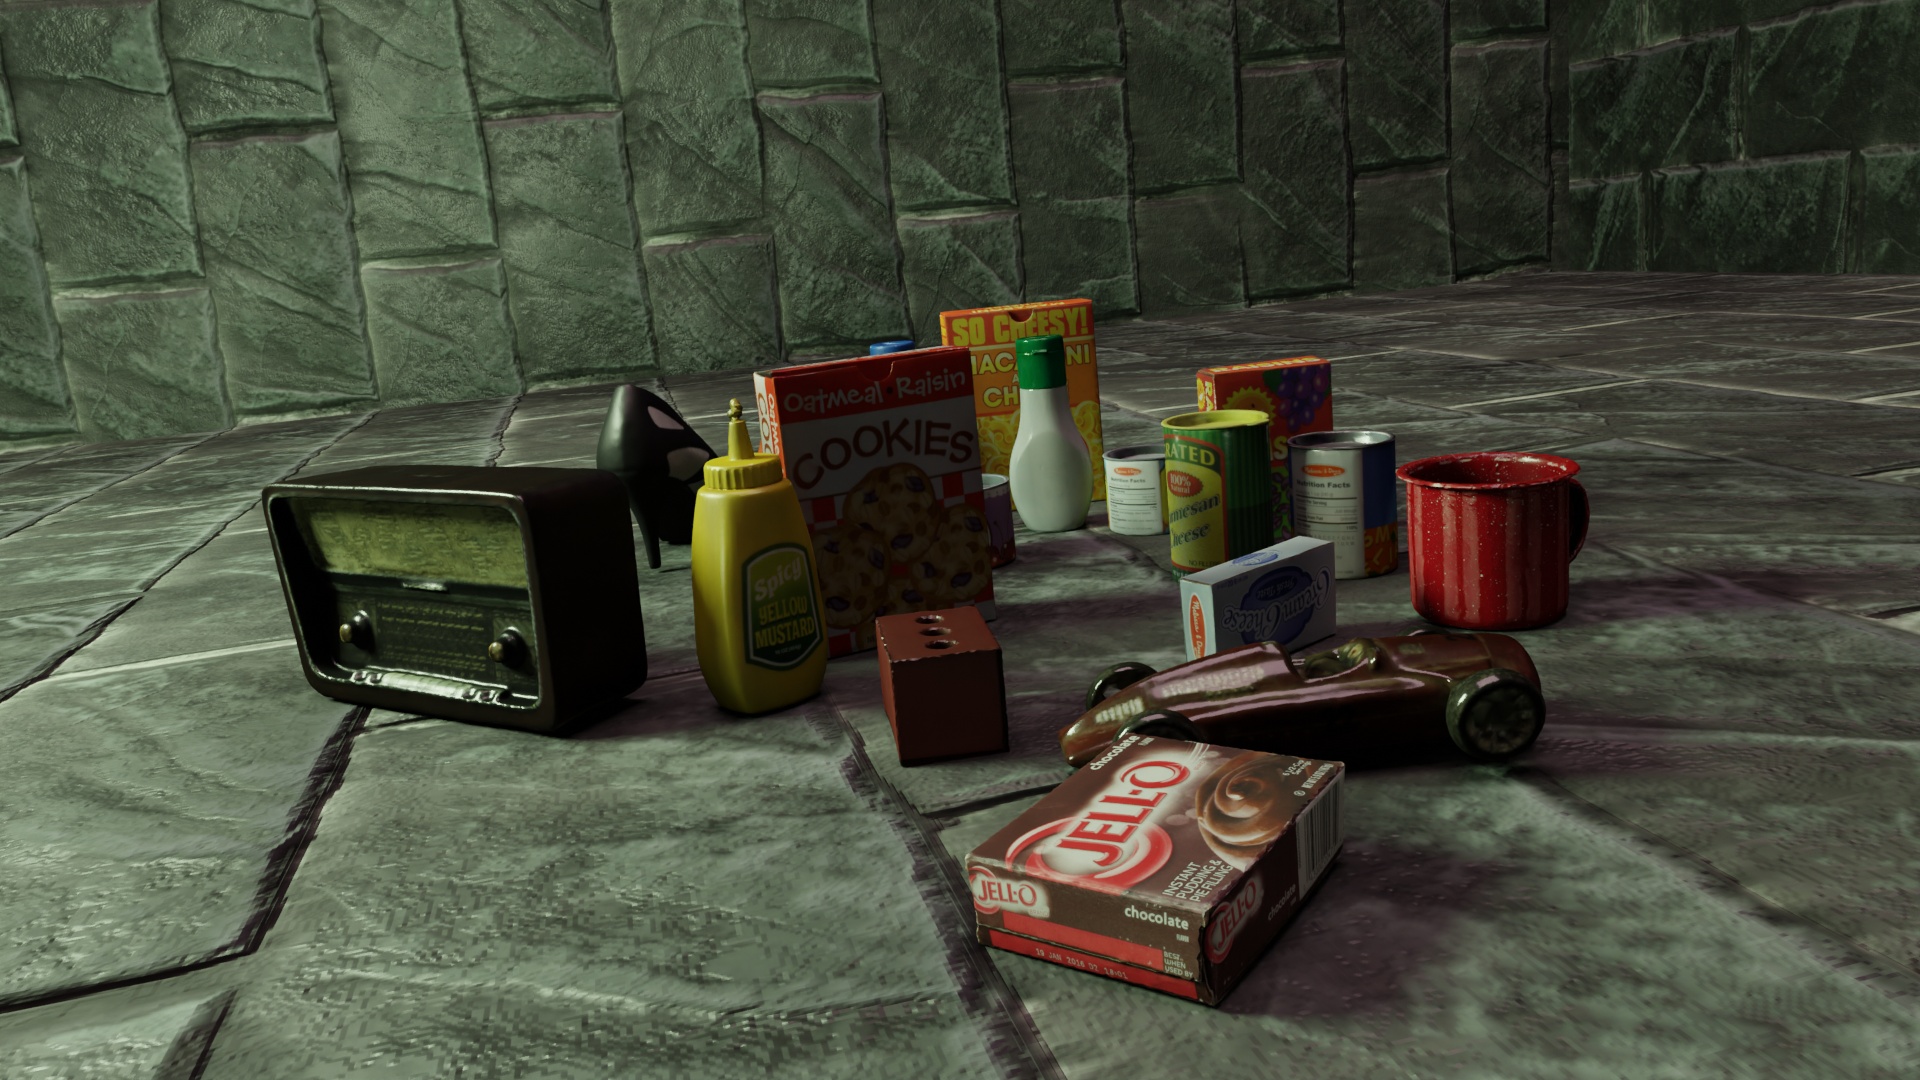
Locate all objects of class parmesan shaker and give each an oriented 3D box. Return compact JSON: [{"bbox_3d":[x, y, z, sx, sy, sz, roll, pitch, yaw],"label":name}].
[{"bbox_3d":[0.165,-0.026,0.873,0.071,0.102,0.071,-5,12,1],"label":"parmesan shaker"}]

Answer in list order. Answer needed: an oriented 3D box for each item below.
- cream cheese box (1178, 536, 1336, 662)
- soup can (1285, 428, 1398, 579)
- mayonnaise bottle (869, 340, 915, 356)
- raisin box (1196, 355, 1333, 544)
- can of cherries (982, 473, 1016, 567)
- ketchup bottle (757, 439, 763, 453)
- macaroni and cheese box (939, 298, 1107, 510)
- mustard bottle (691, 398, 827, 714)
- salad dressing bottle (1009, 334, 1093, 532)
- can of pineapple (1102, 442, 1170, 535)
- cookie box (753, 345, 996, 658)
[{"bbox_3d":[0.156,0.035,0.723,0.104,0.053,0.024,-16,16,-39],"label":"cream cheese box"},{"bbox_3d":[0.242,-0.024,0.876,0.071,0.083,0.071,-5,12,1],"label":"soup can"},{"bbox_3d":[-0.048,-0.086,1.125,0.041,0.147,0.065,-16,16,-40],"label":"mayonnaise bottle"},{"bbox_3d":[0.212,-0.061,0.959,0.086,0.123,0.040,-7,12,-6],"label":"raisin box"},{"bbox_3d":[0.004,-0.012,0.982,0.071,0.058,0.071,-5,13,1],"label":"can of cherries"},{"bbox_3d":[-0.110,-0.035,0.927,0.043,0.148,0.065,2,14,32],"label":"ketchup bottle"},{"bbox_3d":[0.053,-0.110,1.148,0.124,0.166,0.040,-7,12,-6],"label":"macaroni and cheese box"},{"bbox_3d":[-0.108,0.007,0.716,0.065,0.159,0.049,-16,16,-40],"label":"mustard bottle"},{"bbox_3d":[0.067,-0.082,1.060,0.064,0.147,0.044,-5,12,4],"label":"salad dressing bottle"},{"bbox_3d":[0.143,-0.039,1.042,0.071,0.057,0.071,-5,13,1],"label":"can of pineapple"},{"bbox_3d":[-0.047,-0.024,0.811,0.123,0.167,0.040,-12,14,-25],"label":"cookie box"}]
